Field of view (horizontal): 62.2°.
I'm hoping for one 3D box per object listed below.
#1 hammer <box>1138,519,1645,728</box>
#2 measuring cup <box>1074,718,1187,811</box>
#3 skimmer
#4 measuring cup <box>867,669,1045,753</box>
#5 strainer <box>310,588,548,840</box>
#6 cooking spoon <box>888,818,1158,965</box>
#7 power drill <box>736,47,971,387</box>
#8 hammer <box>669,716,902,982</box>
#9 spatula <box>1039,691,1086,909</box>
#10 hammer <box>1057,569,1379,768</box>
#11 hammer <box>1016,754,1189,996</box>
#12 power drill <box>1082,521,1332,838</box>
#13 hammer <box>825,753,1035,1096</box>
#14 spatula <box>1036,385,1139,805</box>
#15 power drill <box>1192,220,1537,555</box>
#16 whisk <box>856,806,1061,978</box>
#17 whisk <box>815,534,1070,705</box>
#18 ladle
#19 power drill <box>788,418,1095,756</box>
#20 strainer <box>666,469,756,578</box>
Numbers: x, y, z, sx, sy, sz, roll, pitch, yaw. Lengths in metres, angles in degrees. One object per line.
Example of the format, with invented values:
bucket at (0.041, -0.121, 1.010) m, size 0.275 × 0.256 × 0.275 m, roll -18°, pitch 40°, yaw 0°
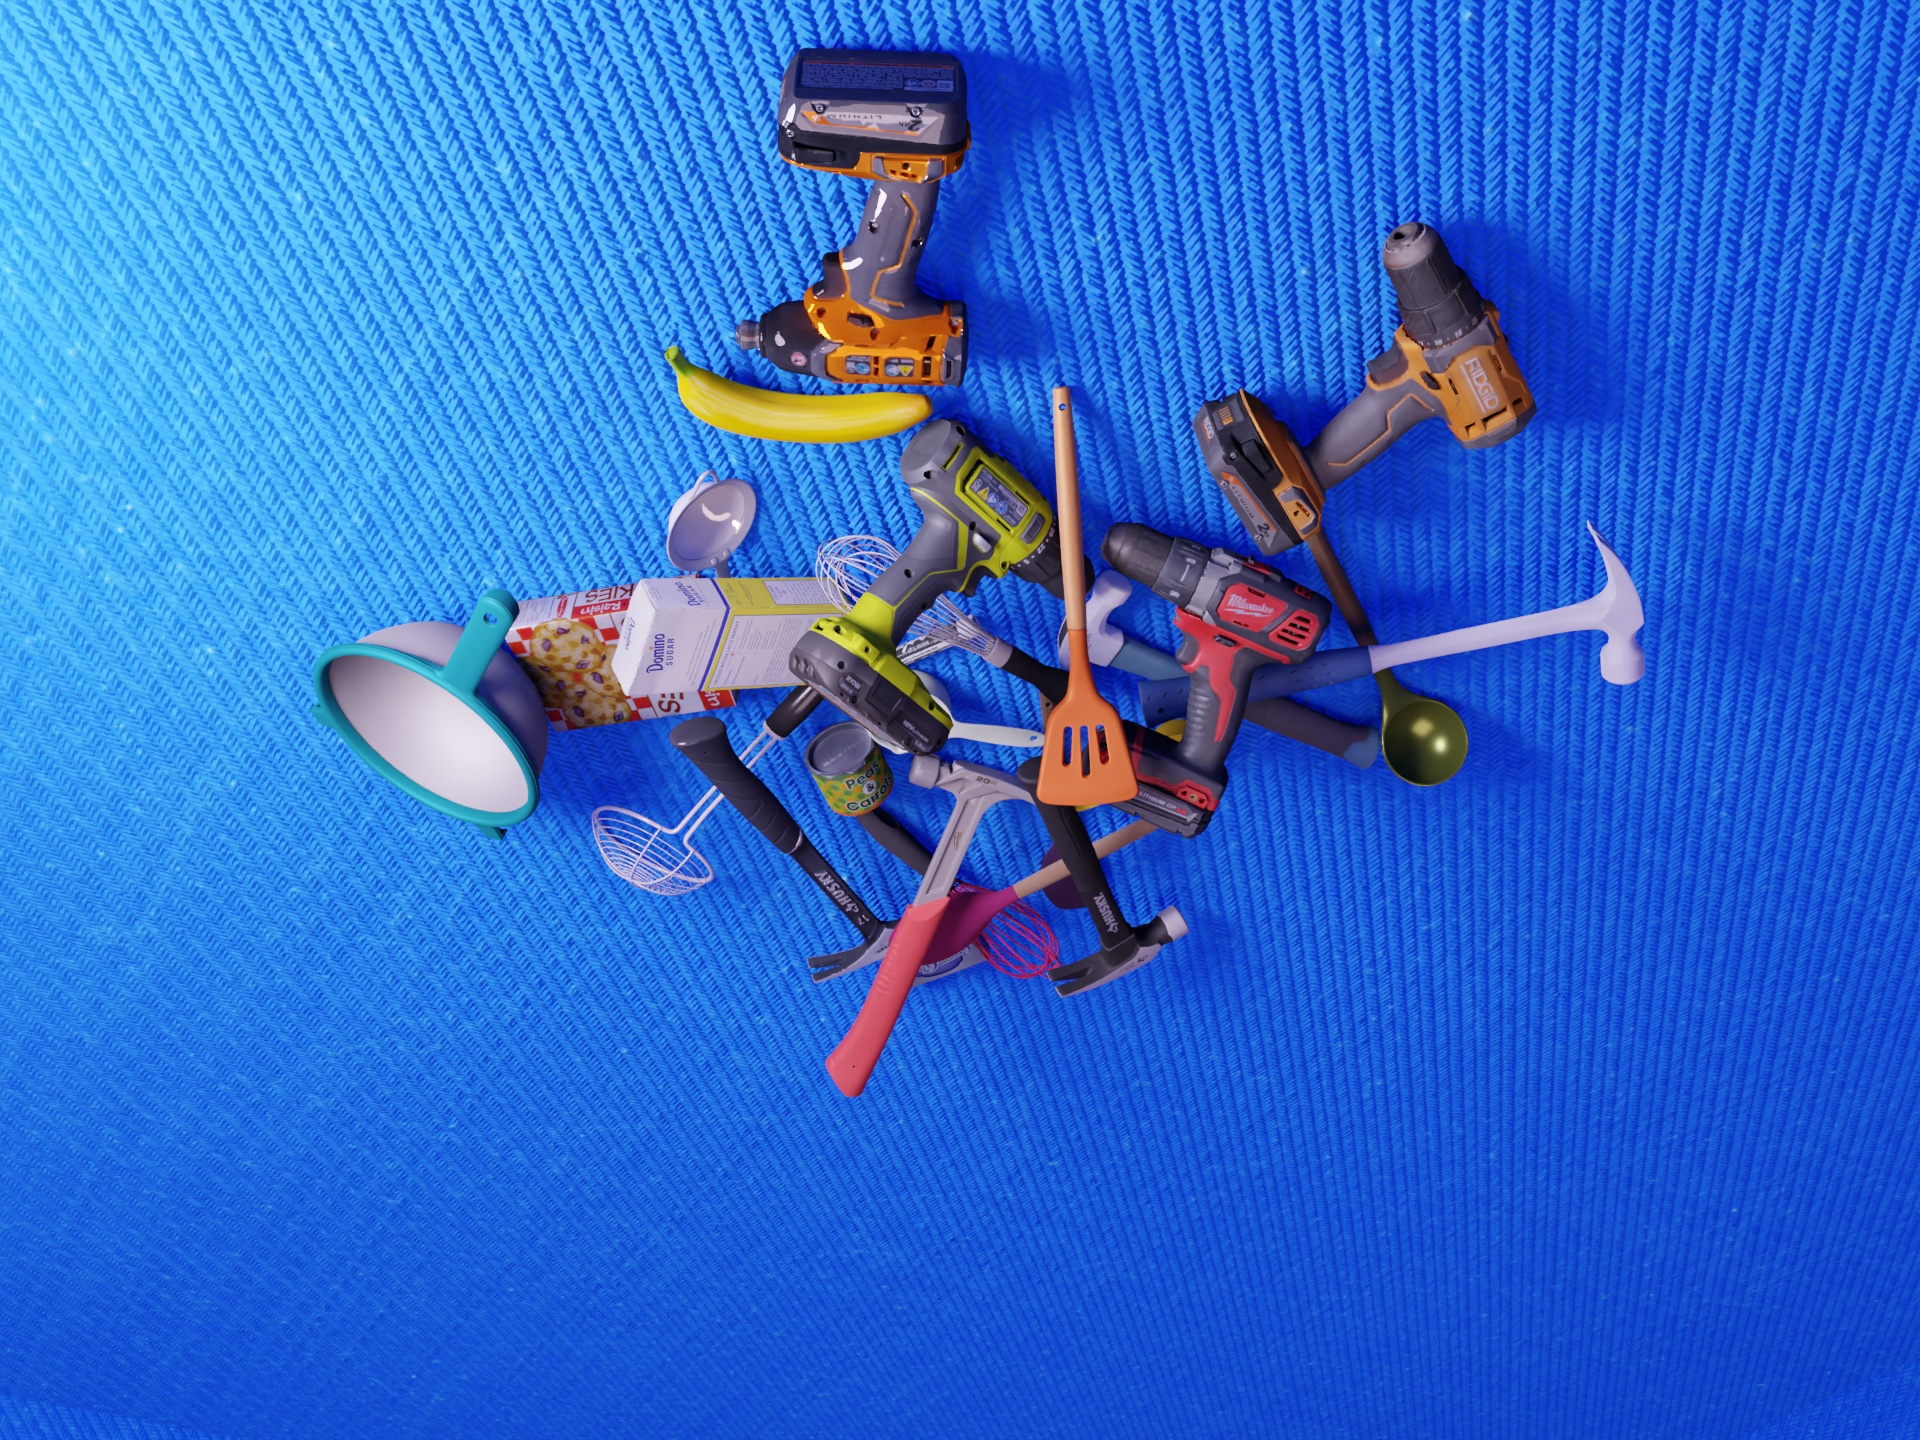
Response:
hammer at (0.348, -0.058, 1.310) m, size 0.405 × 0.035 × 0.144 m, roll -12°, pitch 124°, yaw 12°
measuring cup at (0.160, 0.044, 1.467) m, size 0.156 × 0.029 × 0.062 m, roll -27°, pitch 129°, yaw 26°
skimmer at (-0.204, 0.034, 1.446) m, size 0.127 × 0.090 × 0.363 m, roll 37°, pitch 113°, yaw -19°
measuring cup at (-0.002, -0.005, 1.409) m, size 0.167 × 0.038 × 0.083 m, roll 9°, pitch 133°, yaw -13°
strainer at (-0.393, -0.040, 1.284) m, size 0.211 × 0.095 × 0.340 m, roll 37°, pitch 141°, yaw -10°
cooking spoon at (0.076, 0.153, 1.527) m, size 0.319 × 0.017 × 0.068 m, roll -28°, pitch 115°, yaw 6°
power drill at (-0.073, -0.324, 1.066) m, size 0.164 × 0.084 × 0.226 m, roll 1°, pitch 138°, yaw -2°
hammer at (-0.151, 0.121, 1.466) m, size 0.149 × 0.036 × 0.408 m, roll -29°, pitch 138°, yaw 5°
spatula at (0.095, 0.082, 1.508) m, size 0.060 × 0.018 × 0.315 m, roll -6°, pitch 135°, yaw 4°
hammer at (0.233, -0.025, 1.396) m, size 0.330 × 0.033 × 0.128 m, roll 20°, pitch 130°, yaw -20°
hammer at (0.113, 0.144, 1.485) m, size 0.146 × 0.035 × 0.334 m, roll -31°, pitch 137°, yaw -3°
power drill at (0.170, -0.039, 1.285) m, size 0.188 × 0.080 × 0.226 m, roll 24°, pitch 112°, yaw 1°
hammer at (-0.035, 0.206, 1.510) m, size 0.149 × 0.037 × 0.359 m, roll 20°, pitch 108°, yaw -11°
spatula at (0.089, -0.093, 1.226) m, size 0.081 × 0.041 × 0.322 m, roll -3°, pitch 107°, yaw 8°
power drill at (0.284, -0.240, 1.158) m, size 0.226 × 0.084 × 0.185 m, roll -28°, pitch 128°, yaw 18°
whisk at (-0.001, 0.170, 1.565) m, size 0.073 × 0.073 × 0.295 m, roll -32°, pitch 122°, yaw 26°
whisk at (0.004, -0.071, 1.308) m, size 0.284 × 0.070 × 0.070 m, roll 28°, pitch 127°, yaw -21°
ladle at (0.352, -0.062, 1.349) m, size 0.078 × 0.062 × 0.319 m, roll -38°, pitch 125°, yaw -1°
power drill at (-0.008, -0.091, 1.230) m, size 0.190 × 0.080 × 0.228 m, roll 39°, pitch 81°, yaw -32°
strainer at (-0.193, -0.114, 1.294) m, size 0.087 × 0.050 × 0.258 m, roll -37°, pitch 145°, yaw -22°
